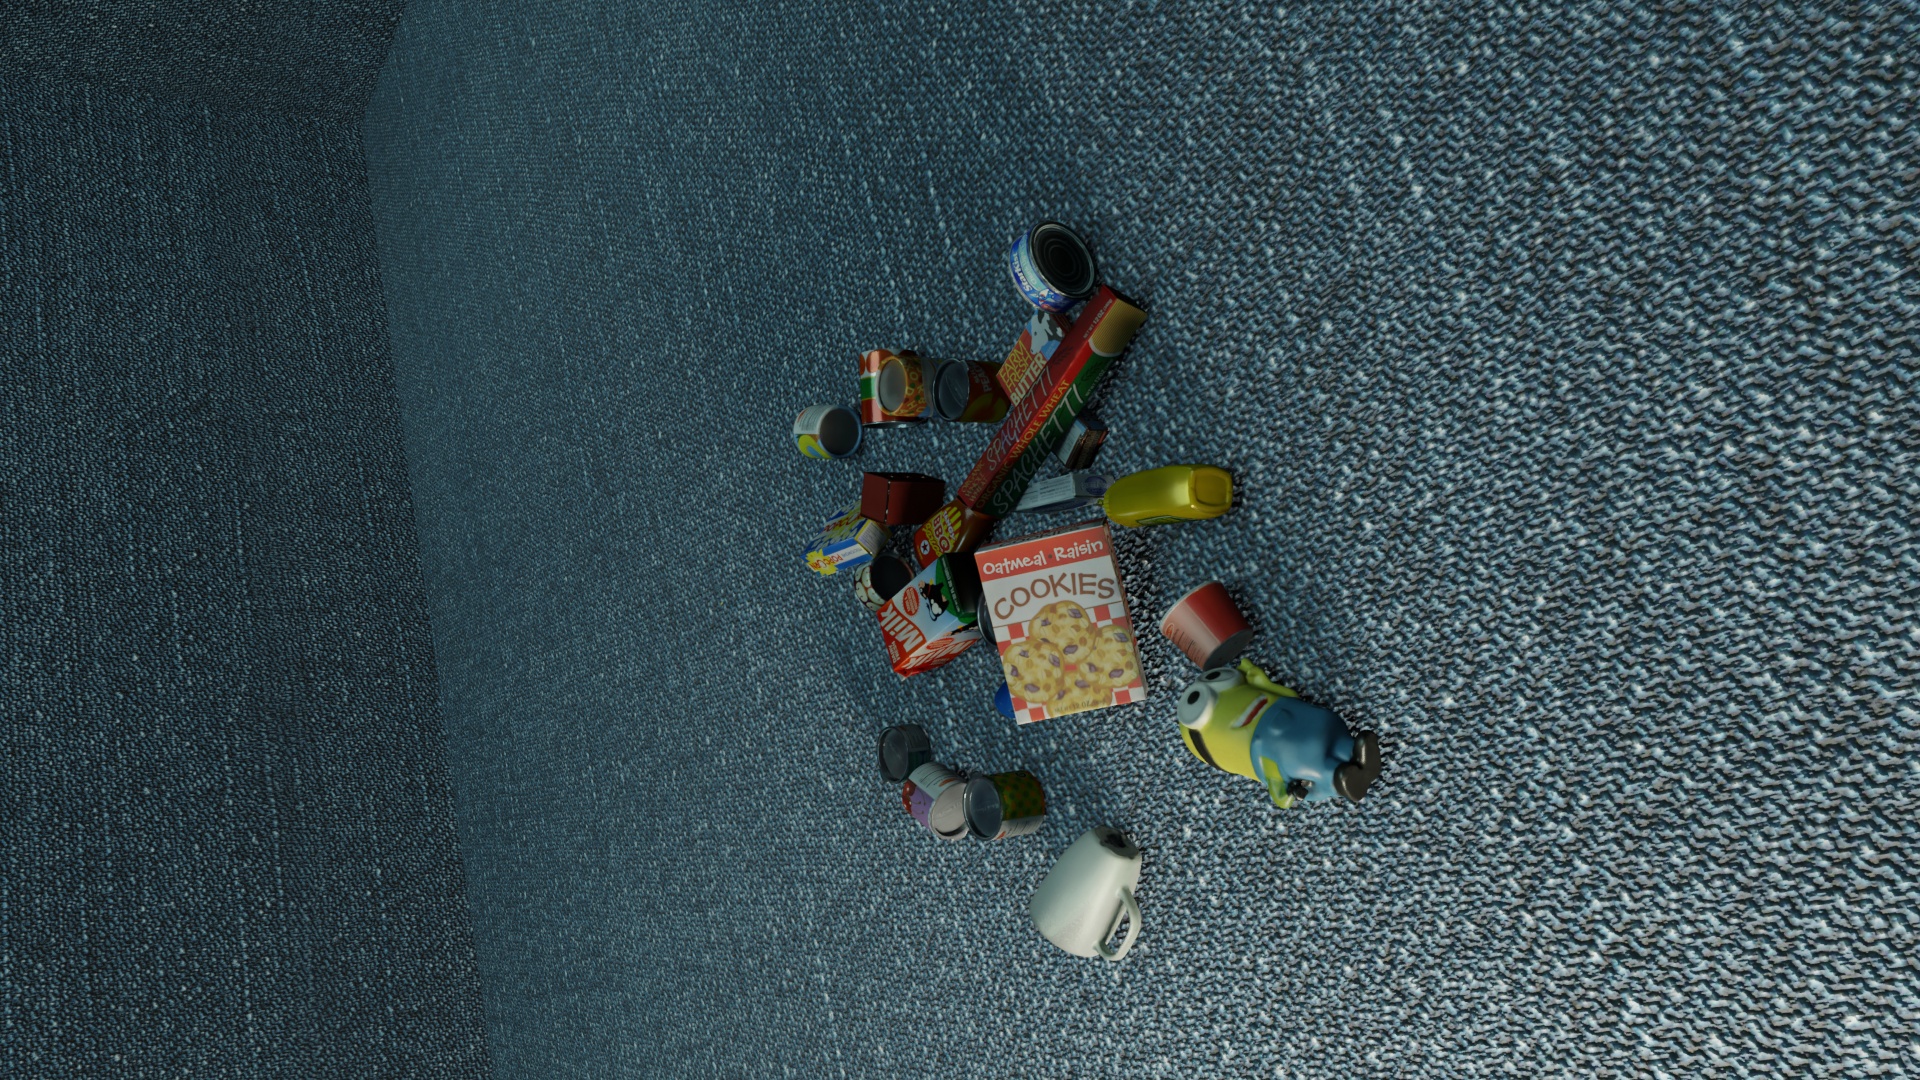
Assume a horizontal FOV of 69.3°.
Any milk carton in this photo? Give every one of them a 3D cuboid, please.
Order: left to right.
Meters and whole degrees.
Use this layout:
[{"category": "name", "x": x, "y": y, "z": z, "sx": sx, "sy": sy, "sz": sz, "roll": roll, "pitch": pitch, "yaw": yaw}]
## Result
[{"category": "milk carton", "x": -0.027, "y": 0.085, "z": 1.498, "sx": 0.189, "sy": 0.073, "sz": 0.072, "roll": -40, "pitch": 60, "yaw": 47}]

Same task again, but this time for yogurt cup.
[{"category": "yogurt cup", "x": 0.213, "y": 0.075, "z": 1.187, "sx": 0.054, "sy": 0.072, "sz": 0.072, "roll": 52, "pitch": 131, "yaw": 28}]

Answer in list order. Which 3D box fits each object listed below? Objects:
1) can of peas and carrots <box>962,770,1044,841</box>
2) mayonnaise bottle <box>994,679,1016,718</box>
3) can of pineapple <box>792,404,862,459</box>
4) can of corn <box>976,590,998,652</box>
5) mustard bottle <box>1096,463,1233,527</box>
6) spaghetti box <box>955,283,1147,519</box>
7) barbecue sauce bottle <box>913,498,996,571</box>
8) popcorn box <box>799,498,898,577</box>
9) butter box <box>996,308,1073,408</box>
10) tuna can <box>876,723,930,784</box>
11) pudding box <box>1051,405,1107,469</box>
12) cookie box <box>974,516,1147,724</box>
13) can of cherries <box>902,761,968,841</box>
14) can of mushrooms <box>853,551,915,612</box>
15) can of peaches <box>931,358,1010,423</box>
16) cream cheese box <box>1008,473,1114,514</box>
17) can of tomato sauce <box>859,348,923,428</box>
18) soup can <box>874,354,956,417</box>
[{"category": "can of peas and carrots", "x": 0.044, "y": 0.268, "z": 1.421, "sx": 0.071, "sy": 0.059, "sz": 0.071, "roll": 1, "pitch": 91, "yaw": 53}, {"category": "mayonnaise bottle", "x": 0.080, "y": 0.121, "z": 1.368, "sx": 0.147, "sy": 0.065, "sz": 0.041, "roll": 122, "pitch": 150, "yaw": -41}, {"category": "can of pineapple", "x": -0.159, "y": -0.130, "z": 1.677, "sx": 0.058, "sy": 0.071, "sz": 0.071, "roll": 6, "pitch": 96, "yaw": 53}, {"category": "can of corn", "x": 0.058, "y": 0.077, "z": 1.396, "sx": 0.071, "sy": 0.058, "sz": 0.071, "roll": 3, "pitch": 93, "yaw": 53}, {"category": "mustard bottle", "x": 0.173, "y": -0.037, "z": 1.240, "sx": 0.160, "sy": 0.065, "sz": 0.049, "roll": -9, "pitch": 78, "yaw": 60}, {"category": "spaghetti box", "x": 0.084, "y": -0.126, "z": 1.312, "sx": 0.249, "sy": 0.050, "sz": 0.029, "roll": -55, "pitch": 48, "yaw": 18}, {"category": "barbecue sauce bottle", "x": 0.005, "y": -0.019, "z": 1.477, "sx": 0.148, "sy": 0.044, "sz": 0.065, "roll": -43, "pitch": 57, "yaw": 44}, {"category": "popcorn box", "x": -0.122, "y": -0.009, "z": 1.613, "sx": 0.038, "sy": 0.085, "sz": 0.126, "roll": 46, "pitch": 146, "yaw": -18}, {"category": "butter box", "x": 0.077, "y": -0.184, "z": 1.392, "sx": 0.103, "sy": 0.024, "sz": 0.053, "roll": -57, "pitch": 48, "yaw": 36}, {"category": "tuna can", "x": -0.066, "y": 0.246, "z": 1.588, "sx": 0.071, "sy": 0.033, "sz": 0.071, "roll": 2, "pitch": 93, "yaw": 53}, {"category": "pudding box", "x": 0.103, "y": -0.113, "z": 1.355, "sx": 0.084, "sy": 0.030, "sz": 0.049, "roll": 52, "pitch": 131, "yaw": 39}, {"category": "cookie box", "x": 0.093, "y": 0.074, "z": 1.278, "sx": 0.123, "sy": 0.040, "sz": 0.167, "roll": -13, "pitch": 97, "yaw": 12}, {"category": "can of cherries", "x": -0.021, "y": 0.283, "z": 1.503, "sx": 0.058, "sy": 0.071, "sz": 0.071, "roll": 25, "pitch": 111, "yaw": 50}, {"category": "can of mushrooms", "x": -0.085, "y": 0.050, "z": 1.582, "sx": 0.033, "sy": 0.071, "sz": 0.071, "roll": -30, "pitch": 68, "yaw": 49}, {"category": "can of peaches", "x": 0.013, "y": -0.157, "z": 1.451, "sx": 0.071, "sy": 0.058, "sz": 0.071, "roll": 1, "pitch": 91, "yaw": 53}, {"category": "cream cheese box", "x": 0.096, "y": -0.044, "z": 1.347, "sx": 0.103, "sy": 0.053, "sz": 0.024, "roll": -13, "pitch": 79, "yaw": 52}, {"category": "can of tomato sauce", "x": -0.079, "y": -0.171, "z": 1.567, "sx": 0.071, "sy": 0.071, "sz": 0.083, "roll": -5, "pitch": 86, "yaw": 53}, {"category": "soup can", "x": -0.040, "y": -0.166, "z": 1.499, "sx": 0.071, "sy": 0.084, "sz": 0.071, "roll": 2, "pitch": 93, "yaw": 53}]
